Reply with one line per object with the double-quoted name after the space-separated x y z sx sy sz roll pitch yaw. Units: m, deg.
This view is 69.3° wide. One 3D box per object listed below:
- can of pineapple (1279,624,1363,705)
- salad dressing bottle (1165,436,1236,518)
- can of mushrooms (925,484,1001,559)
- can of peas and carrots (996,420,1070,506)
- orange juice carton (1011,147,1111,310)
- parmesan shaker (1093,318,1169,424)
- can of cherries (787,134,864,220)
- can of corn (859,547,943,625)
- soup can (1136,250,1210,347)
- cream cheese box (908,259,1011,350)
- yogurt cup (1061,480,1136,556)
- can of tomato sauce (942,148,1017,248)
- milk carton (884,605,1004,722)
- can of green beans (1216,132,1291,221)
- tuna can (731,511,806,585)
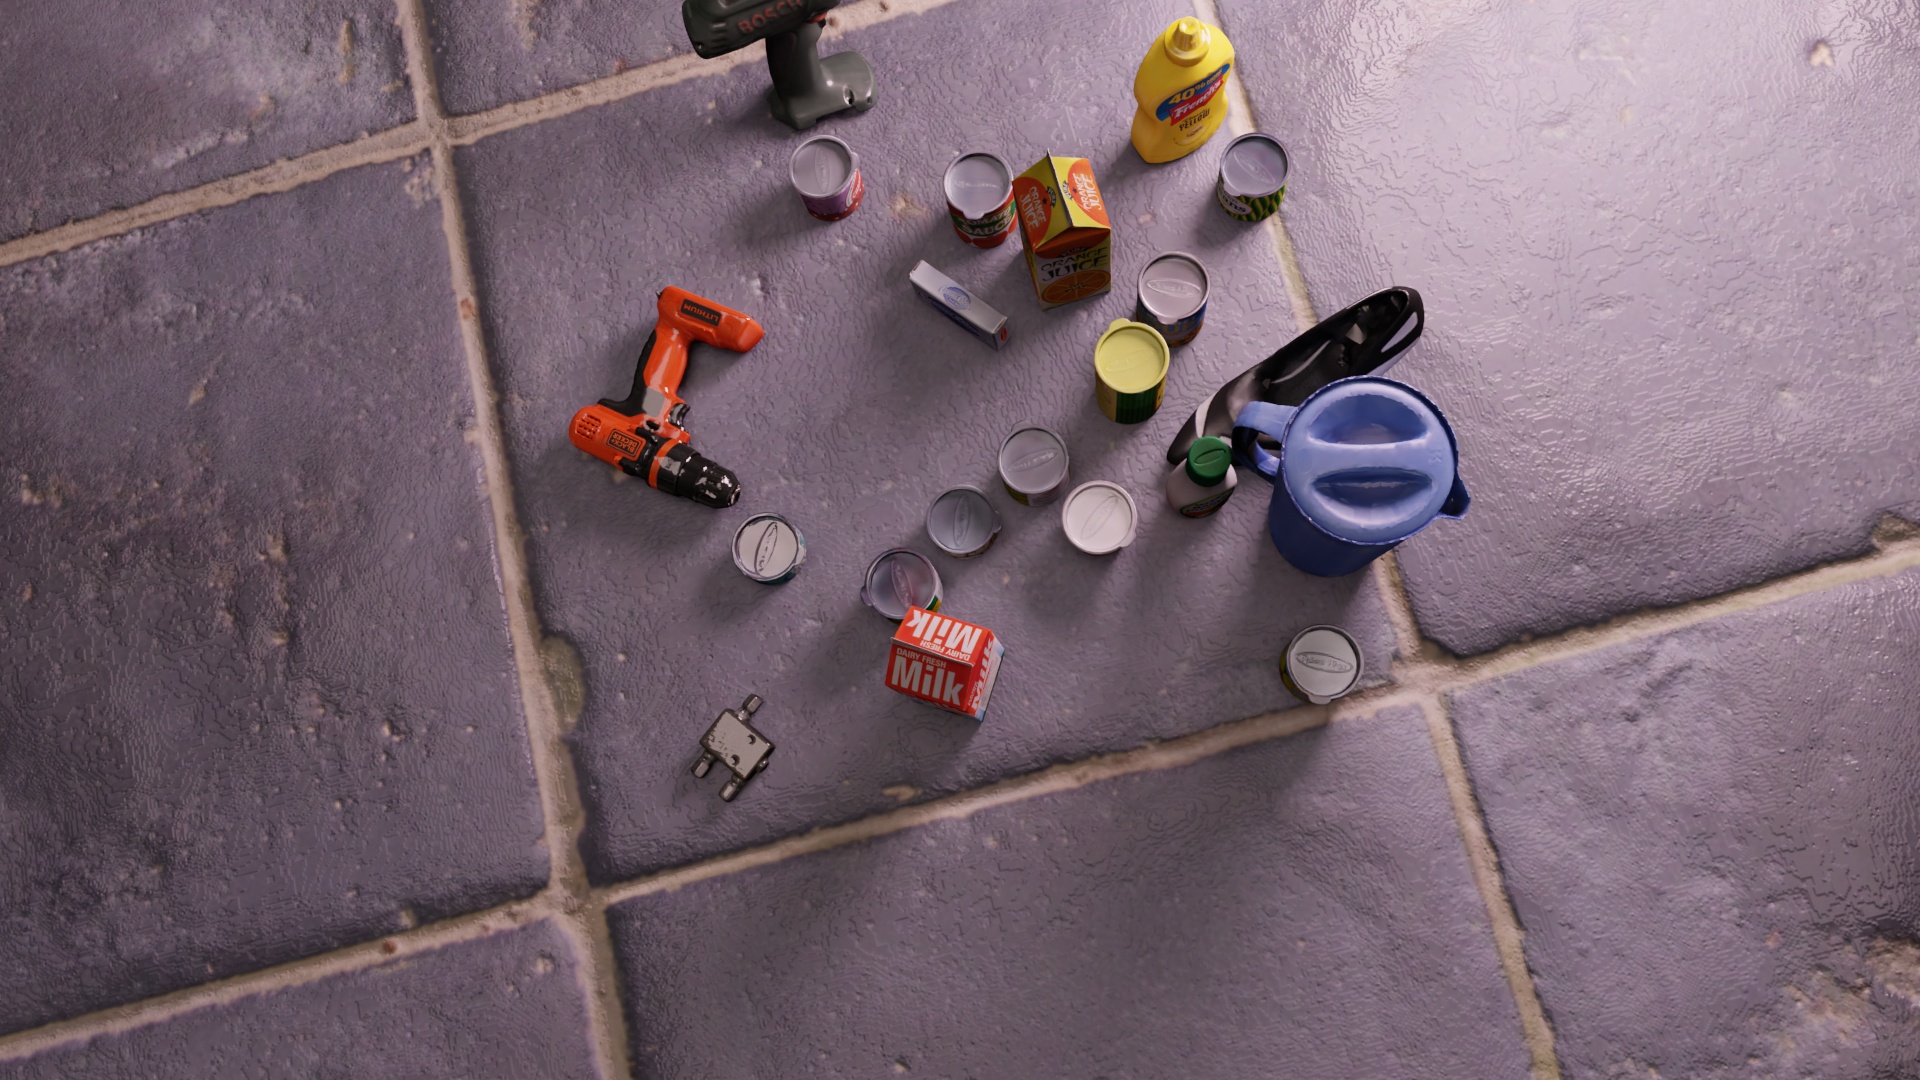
0.317 0.111 1.227 0.071 0.058 0.071 -1 78 6 "can of pineapple"
0.215 -0.056 1.227 0.064 0.147 0.044 -20 77 2 "salad dressing bottle"
0.005 -0.016 1.300 0.071 0.033 0.071 -1 78 6 "can of mushrooms"
0.068 -0.071 1.291 0.071 0.058 0.071 -1 78 6 "can of peas and carrots"
0.094 -0.283 1.264 0.073 0.192 0.072 -16 78 3 "orange juice carton"
0.156 -0.154 1.276 0.071 0.103 0.071 -1 79 6 "parmesan shaker"
-0.130 -0.357 1.372 0.071 0.058 0.071 -1 78 6 "can of cherries"
-0.054 0.045 1.280 0.071 0.058 0.071 -1 78 6 "can of corn"
0.196 -0.221 1.296 0.071 0.083 0.071 -1 79 6 "soup can"
0.000 -0.225 1.333 0.104 0.053 0.024 36 85 12 "cream cheese box"
0.127 -0.016 1.276 0.072 0.054 0.072 -1 78 6 "yogurt cup"
0.021 -0.326 1.337 0.071 0.083 0.071 -1 79 6 "can of tomato sauce"
-0.013 0.106 1.195 0.072 0.190 0.073 17 81 9 "milk carton"
0.279 -0.346 1.326 0.071 0.057 0.071 -1 78 6 "can of green beans"
-0.178 0.009 1.314 0.071 0.033 0.071 -1 78 6 "tuna can"
